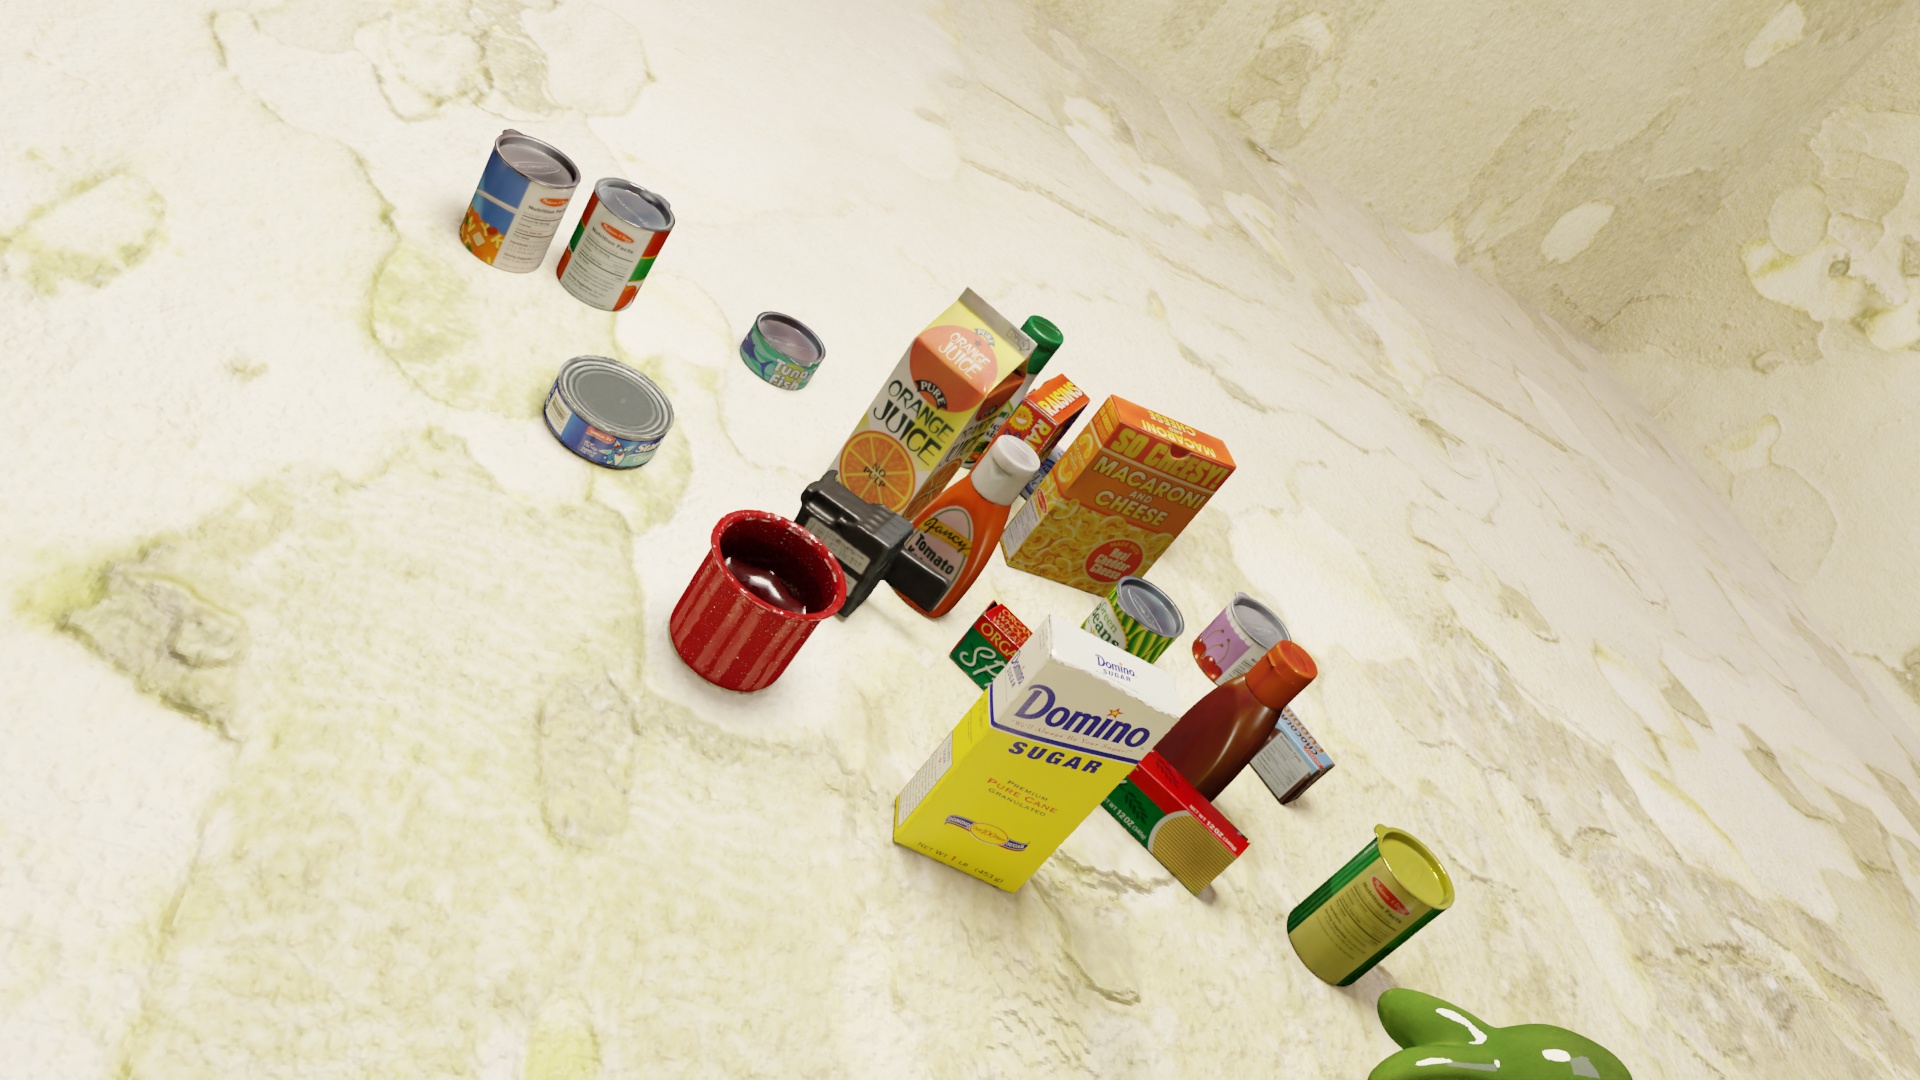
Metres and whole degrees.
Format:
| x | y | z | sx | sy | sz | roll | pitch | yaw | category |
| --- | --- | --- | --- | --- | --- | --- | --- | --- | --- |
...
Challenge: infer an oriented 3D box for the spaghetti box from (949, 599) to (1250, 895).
| x | y | z | sx | sy | sz | roll | pitch | yaw | category |
| --- | --- | --- | --- | --- | --- | --- | --- | --- | --- |
| 0.096 | 0.146 | 0.995 | 0.250 | 0.050 | 0.029 | 44 | 31 | 11 | spaghetti box |

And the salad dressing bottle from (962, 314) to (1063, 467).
| x | y | z | sx | sy | sz | roll | pitch | yaw | category |
| --- | --- | --- | --- | --- | --- | --- | --- | --- | --- |
| 0.034 | -0.129 | 1.207 | 0.064 | 0.147 | 0.044 | 23 | 33 | -22 | salad dressing bottle |

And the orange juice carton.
| x | y | z | sx | sy | sz | roll | pitch | yaw | category |
| --- | --- | --- | --- | --- | --- | --- | --- | --- | --- |
| -0.019 | -0.101 | 1.072 | 0.072 | 0.191 | 0.073 | 43 | 31 | 9 | orange juice carton |

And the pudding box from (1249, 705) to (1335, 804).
| x | y | z | sx | sy | sz | roll | pitch | yaw | category |
| --- | --- | --- | --- | --- | --- | --- | --- | --- | --- |
| 0.258 | 0.166 | 1.133 | 0.030 | 0.049 | 0.084 | -4 | 50 | -48 | pudding box |

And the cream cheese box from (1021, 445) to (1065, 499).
| x | y | z | sx | sy | sz | roll | pitch | yaw | category |
| --- | --- | --- | --- | --- | --- | --- | --- | --- | --- |
| 0.085 | -0.051 | 1.245 | 0.104 | 0.053 | 0.024 | 40 | 31 | 6 | cream cheese box |

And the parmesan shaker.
| x | y | z | sx | sy | sz | roll | pitch | yaw | category |
| --- | --- | --- | --- | --- | --- | --- | --- | --- | --- |
| 0.288 | 0.259 | 0.987 | 0.071 | 0.102 | 0.072 | 26 | 32 | -18 | parmesan shaker |

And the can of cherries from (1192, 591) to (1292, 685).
| x | y | z | sx | sy | sz | roll | pitch | yaw | category |
| --- | --- | --- | --- | --- | --- | --- | --- | --- | --- |
| 0.244 | 0.090 | 1.213 | 0.071 | 0.058 | 0.072 | 26 | 32 | -18 | can of cherries |

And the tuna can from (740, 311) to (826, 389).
| x | y | z | sx | sy | sz | roll | pitch | yaw | category |
| --- | --- | --- | --- | --- | --- | --- | --- | --- | --- |
| -0.149 | -0.158 | 1.172 | 0.071 | 0.032 | 0.071 | 26 | 33 | -18 | tuna can |

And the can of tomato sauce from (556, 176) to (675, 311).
| x | y | z | sx | sy | sz | roll | pitch | yaw | category |
| --- | --- | --- | --- | --- | --- | --- | --- | --- | --- |
| -0.273 | -0.234 | 1.100 | 0.071 | 0.082 | 0.071 | 26 | 32 | -18 | can of tomato sauce |

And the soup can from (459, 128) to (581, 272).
| x | y | z | sx | sy | sz | roll | pitch | yaw | category |
| --- | --- | --- | --- | --- | --- | --- | --- | --- | --- |
| -0.340 | -0.260 | 1.066 | 0.071 | 0.083 | 0.072 | 26 | 32 | -18 | soup can |

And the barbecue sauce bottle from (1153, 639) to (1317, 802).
| x | y | z | sx | sy | sz | roll | pitch | yaw | category |
| --- | --- | --- | --- | --- | --- | --- | --- | --- | --- |
| 0.201 | 0.134 | 1.023 | 0.043 | 0.148 | 0.065 | 19 | 35 | -28 | barbecue sauce bottle |

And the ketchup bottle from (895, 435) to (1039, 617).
| x | y | z | sx | sy | sz | roll | pitch | yaw | category |
| --- | --- | --- | --- | --- | --- | --- | --- | --- | --- |
| 0.004 | -0.013 | 1.019 | 0.065 | 0.148 | 0.044 | 44 | 31 | 11 | ketchup bottle |

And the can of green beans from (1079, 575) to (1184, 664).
| x | y | z | sx | sy | sz | roll | pitch | yaw | category |
| --- | --- | --- | --- | --- | --- | --- | --- | --- | --- |
| 0.139 | 0.072 | 1.130 | 0.071 | 0.057 | 0.071 | 26 | 32 | -18 | can of green beans |

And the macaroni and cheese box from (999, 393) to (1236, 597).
| x | y | z | sx | sy | sz | roll | pitch | yaw | category |
| --- | --- | --- | --- | --- | --- | --- | --- | --- | --- |
| 0.129 | -0.030 | 1.152 | 0.124 | 0.165 | 0.040 | 18 | 35 | -29 | macaroni and cheese box |

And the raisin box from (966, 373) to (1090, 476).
| x | y | z | sx | sy | sz | roll | pitch | yaw | category |
| --- | --- | --- | --- | --- | --- | --- | --- | --- | --- |
| 0.050 | -0.076 | 1.175 | 0.040 | 0.122 | 0.086 | 41 | 31 | 6 | raisin box |
